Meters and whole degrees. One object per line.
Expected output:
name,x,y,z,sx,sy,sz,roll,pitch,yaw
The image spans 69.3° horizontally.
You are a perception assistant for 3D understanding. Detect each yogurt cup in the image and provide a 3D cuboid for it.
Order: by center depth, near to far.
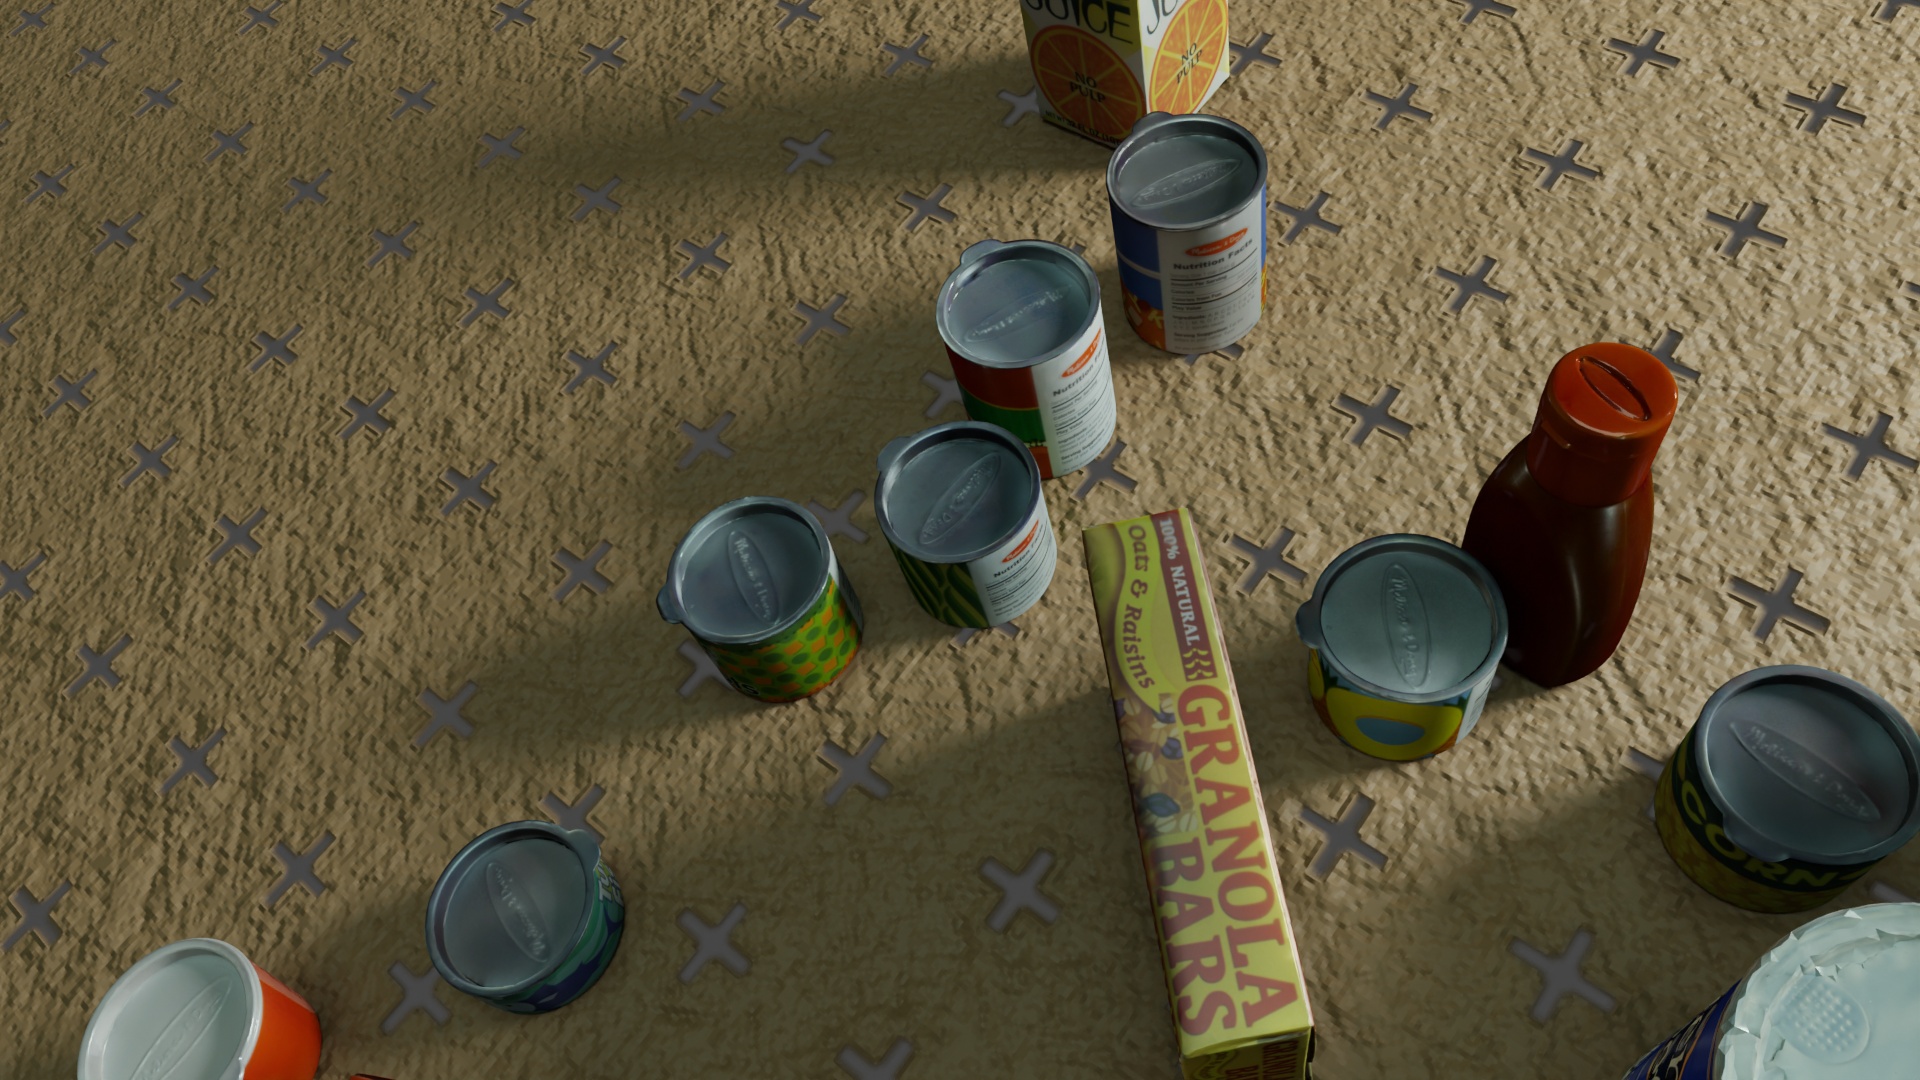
yogurt cup,-0.274,0.186,0.509,0.072,0.053,0.073,-5,58,9

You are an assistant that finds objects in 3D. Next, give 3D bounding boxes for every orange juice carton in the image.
orange juice carton,0.072,-0.275,0.635,0.072,0.191,0.073,31,70,26

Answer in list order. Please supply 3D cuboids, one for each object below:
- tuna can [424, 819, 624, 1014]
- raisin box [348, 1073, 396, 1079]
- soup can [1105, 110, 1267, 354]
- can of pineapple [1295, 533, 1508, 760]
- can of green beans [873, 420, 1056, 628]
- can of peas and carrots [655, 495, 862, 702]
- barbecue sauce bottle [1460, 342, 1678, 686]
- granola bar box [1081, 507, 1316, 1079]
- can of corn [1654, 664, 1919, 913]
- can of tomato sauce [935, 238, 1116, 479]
tuna can,-0.162,0.141,0.526,0.071,0.032,0.071,-5,58,9
raisin box,-0.155,0.219,0.423,0.040,0.123,0.086,6,61,16
soup can,0.100,-0.134,0.608,0.071,0.083,0.071,-5,58,9
can of pineapple,0.158,0.039,0.505,0.071,0.057,0.071,-5,58,9
can of green beans,0.004,-0.006,0.565,0.071,0.057,0.071,-5,58,9
can of peas and carrots,-0.080,0.026,0.563,0.071,0.058,0.071,-5,58,9
barbecue sauce bottle,0.204,-0.007,0.470,0.044,0.148,0.065,-28,58,-5
granola bar box,0.076,0.091,0.451,0.039,0.123,0.166,-11,58,6
can of corn,0.267,0.084,0.454,0.071,0.058,0.071,-5,58,9
can of tomato sauce,0.029,-0.076,0.587,0.071,0.082,0.071,-5,58,9
